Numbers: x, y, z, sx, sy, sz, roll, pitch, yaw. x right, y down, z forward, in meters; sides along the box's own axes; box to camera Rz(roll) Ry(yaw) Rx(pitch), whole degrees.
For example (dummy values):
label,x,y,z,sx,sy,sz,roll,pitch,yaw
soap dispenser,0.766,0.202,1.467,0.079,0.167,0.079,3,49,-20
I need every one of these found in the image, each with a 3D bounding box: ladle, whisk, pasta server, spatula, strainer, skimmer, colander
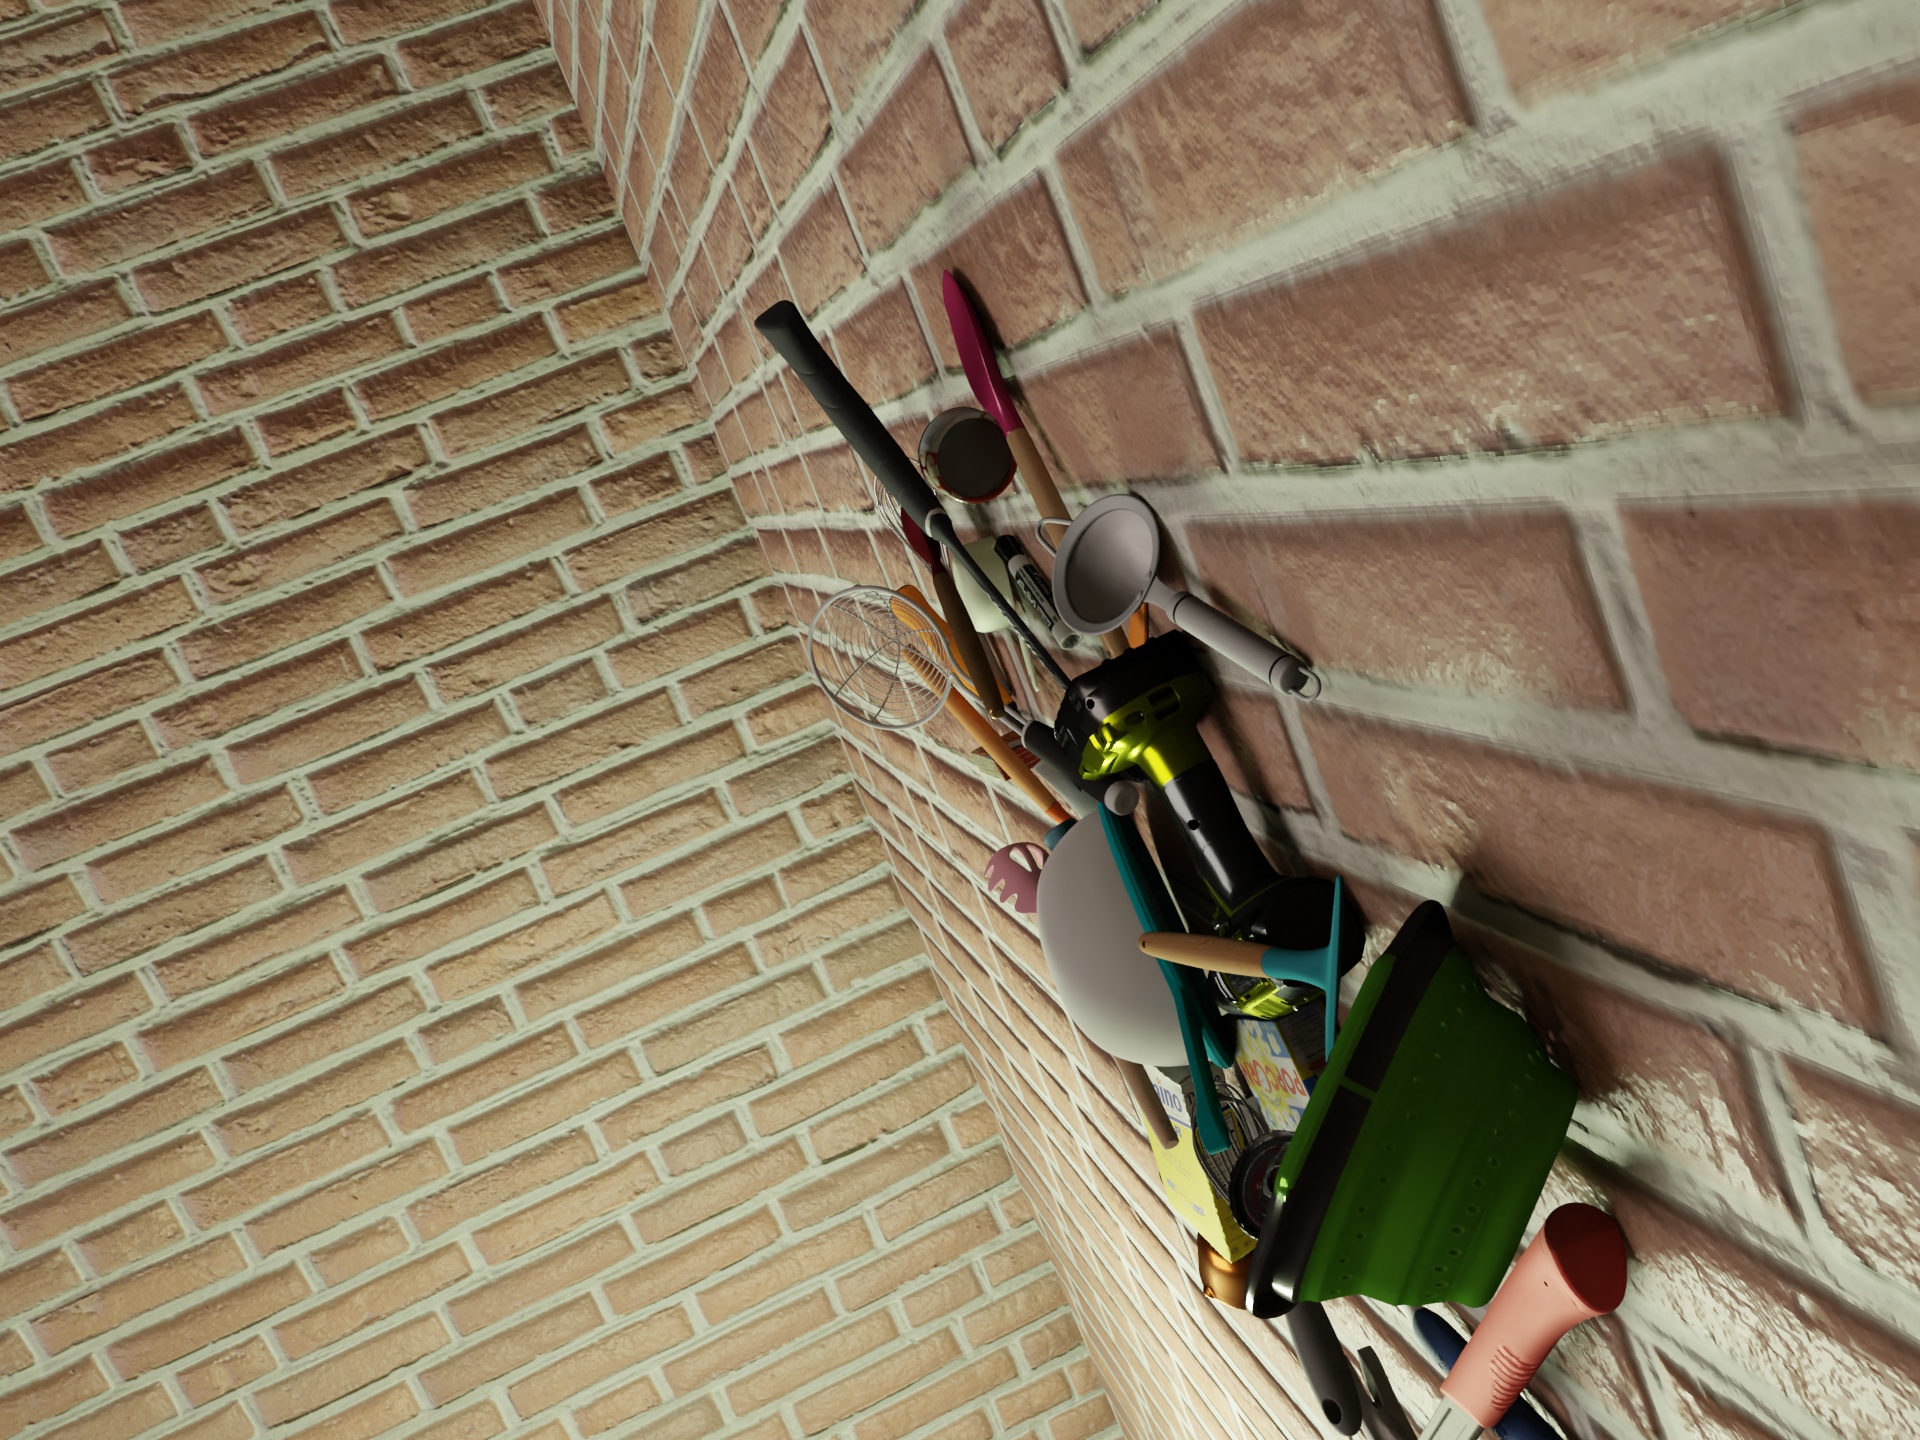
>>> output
label,x,y,z,sx,sy,sz,roll,pitch,yaw
ladle,-0.007,-0.094,1.215,0.316,0.031,0.069,-110,-4,-53
whisk,0.205,0.345,1.038,0.055,0.055,0.239,80,173,-52
pasta server,0.094,0.201,1.228,0.317,0.060,0.040,-118,26,-44
whisk,-0.012,-0.125,1.441,0.246,0.059,0.058,64,-153,-9
spatula,0.144,0.123,0.834,0.317,0.044,0.082,159,115,-75
strainer,0.122,-0.063,0.890,0.259,0.050,0.087,43,111,54
skimmer,-0.002,-0.004,1.188,0.364,0.090,0.127,37,137,53
spatula,0.055,0.062,1.370,0.322,0.041,0.081,48,170,-3
colander,0.234,0.219,0.785,0.094,0.204,0.396,23,168,23
strainer,0.112,0.189,1.073,0.210,0.095,0.341,62,-170,-22

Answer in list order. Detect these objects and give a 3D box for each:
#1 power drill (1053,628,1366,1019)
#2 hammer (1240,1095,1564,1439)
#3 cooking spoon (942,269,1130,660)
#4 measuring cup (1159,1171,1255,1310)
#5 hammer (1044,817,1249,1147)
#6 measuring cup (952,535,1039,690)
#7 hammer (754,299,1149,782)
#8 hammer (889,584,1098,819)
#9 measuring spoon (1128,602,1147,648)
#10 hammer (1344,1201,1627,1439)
label,x,y,z,sx,sy,sz,roll,pitch,yaw
power drill,0.147,0.076,0.972,0.229,0.080,0.190,61,168,15
hammer,0.289,0.377,1.020,0.406,0.035,0.144,-139,27,-68
cooking spoon,0.047,-0.169,1.053,0.068,0.017,0.319,94,155,-67
measuring cup,0.211,0.400,1.293,0.174,0.095,0.052,39,143,54
hammer,0.160,0.228,1.280,0.331,0.033,0.128,60,168,4
measuring cup,0.027,-0.078,1.264,0.083,0.038,0.168,80,175,-46
hammer,-0.004,-0.124,1.114,0.408,0.036,0.149,51,176,-10
hammer,0.023,-0.025,1.322,0.337,0.034,0.127,49,179,45
measuring spoon,0.112,-0.058,1.028,0.116,0.011,0.021,83,160,-59
hammer,0.280,0.348,0.862,0.358,0.036,0.149,90,159,-47
